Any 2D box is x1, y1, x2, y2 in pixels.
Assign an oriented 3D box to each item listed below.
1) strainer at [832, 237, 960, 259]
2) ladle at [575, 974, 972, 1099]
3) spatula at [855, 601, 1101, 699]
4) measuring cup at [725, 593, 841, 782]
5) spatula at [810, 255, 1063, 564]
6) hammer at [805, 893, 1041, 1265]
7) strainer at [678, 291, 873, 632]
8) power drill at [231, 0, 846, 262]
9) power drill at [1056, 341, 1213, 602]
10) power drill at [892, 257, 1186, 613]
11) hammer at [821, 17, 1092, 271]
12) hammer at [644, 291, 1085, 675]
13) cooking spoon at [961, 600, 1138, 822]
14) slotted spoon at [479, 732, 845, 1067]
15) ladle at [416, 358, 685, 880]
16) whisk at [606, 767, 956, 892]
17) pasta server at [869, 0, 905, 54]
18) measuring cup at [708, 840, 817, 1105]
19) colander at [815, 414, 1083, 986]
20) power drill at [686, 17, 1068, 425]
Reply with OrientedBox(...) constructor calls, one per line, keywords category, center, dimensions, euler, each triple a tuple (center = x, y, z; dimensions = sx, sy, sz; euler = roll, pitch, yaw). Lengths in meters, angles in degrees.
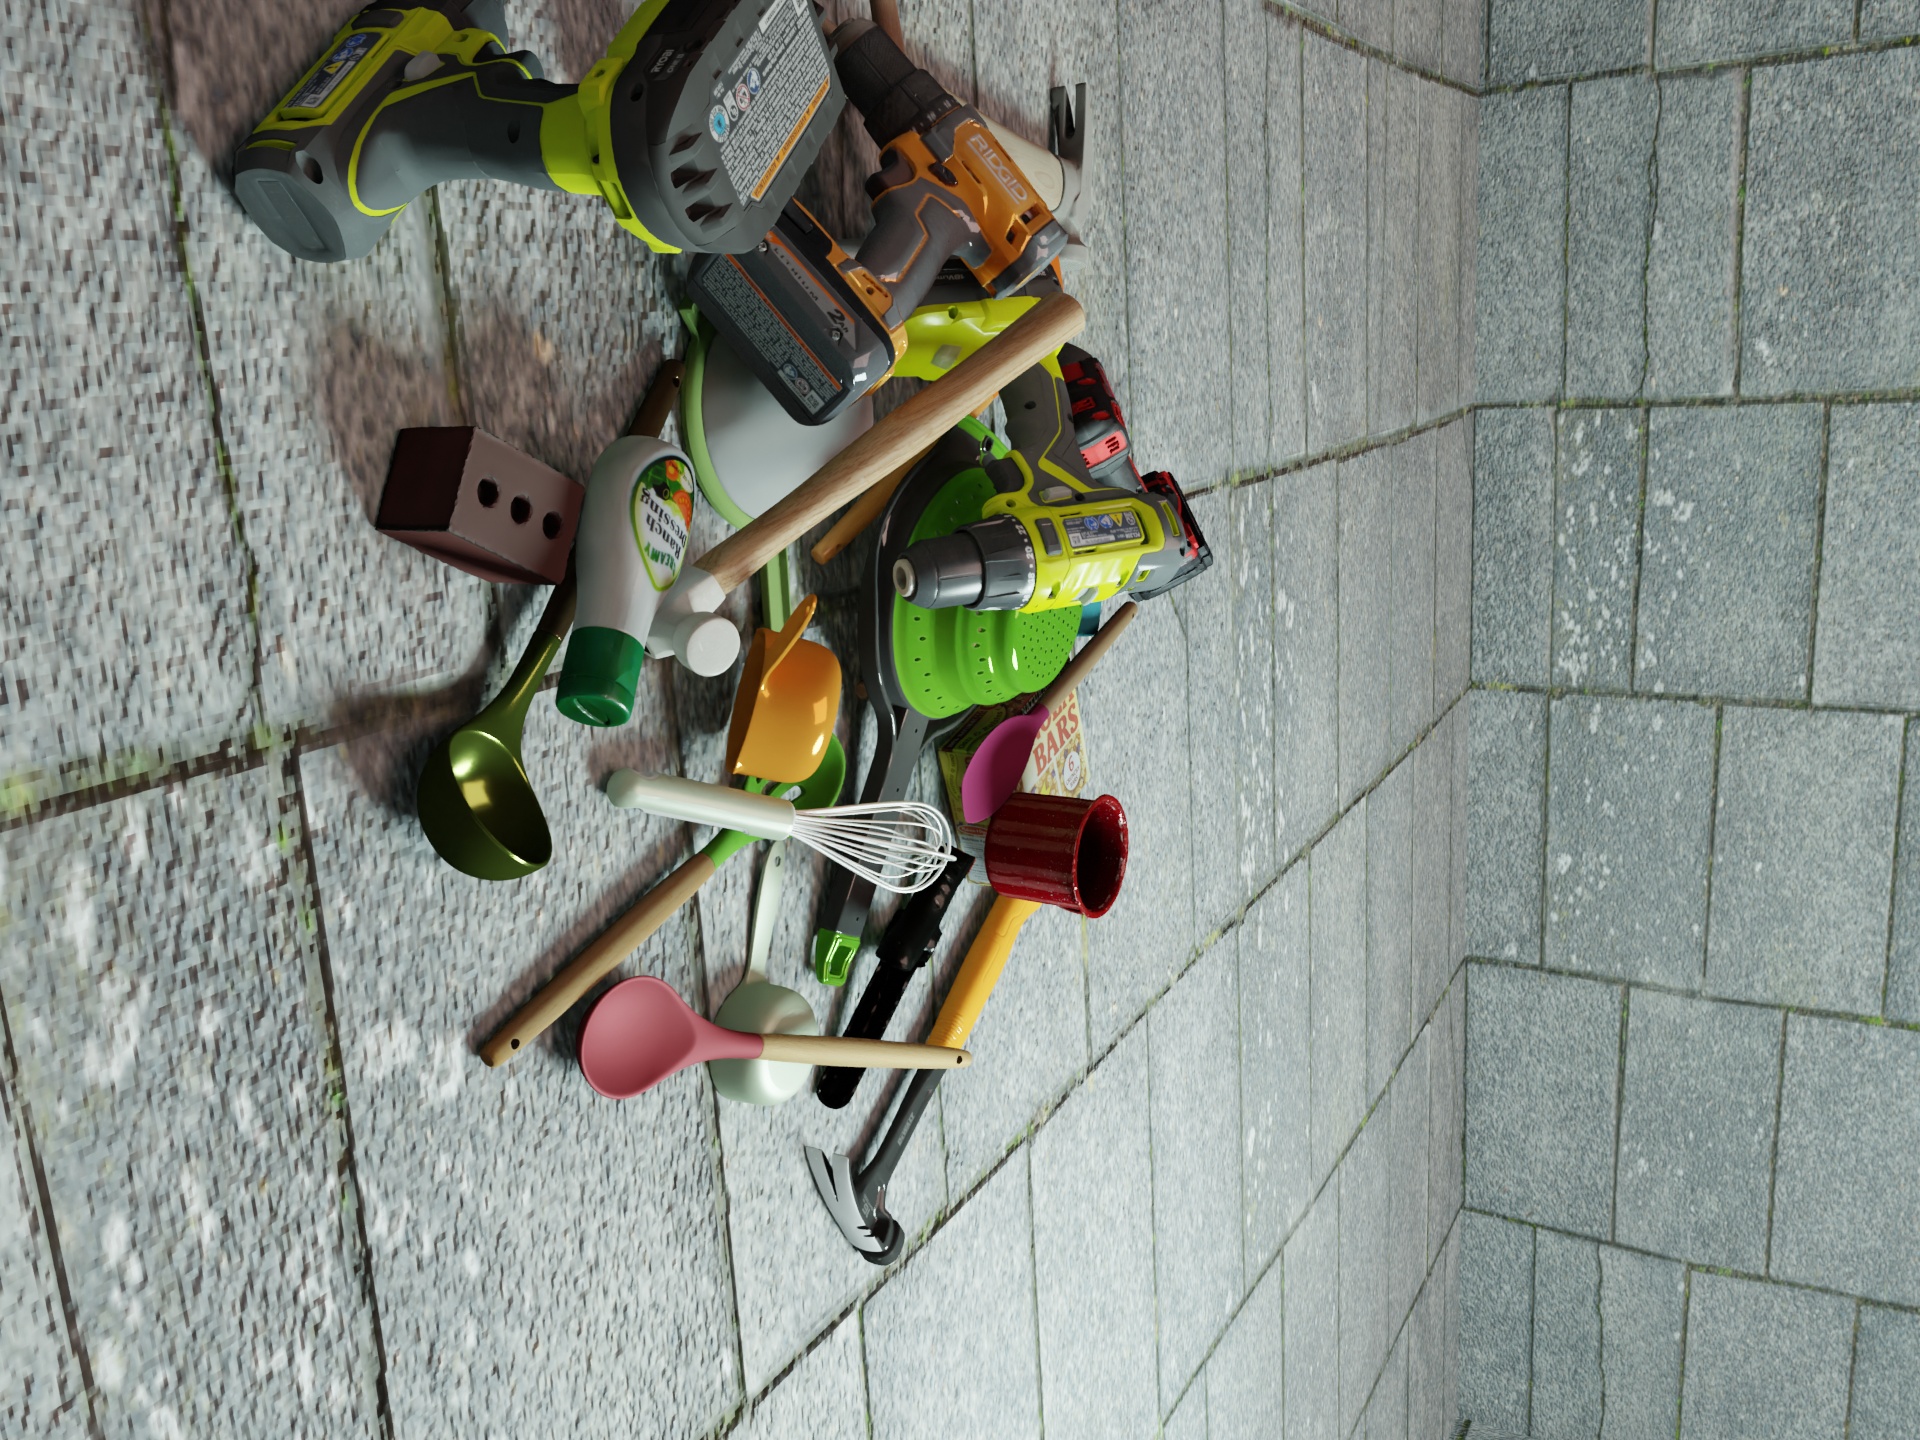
OrientedBox(category="strainer", center=(-0.039, -0.296, 1.015), dimensions=(0.258, 0.050, 0.086), euler=(-15, 139, -37))
OrientedBox(category="ladle", center=(-0.103, 0.197, 0.963), dimensions=(0.315, 0.031, 0.069), euler=(16, 85, -45))
OrientedBox(category="spatula", center=(0.020, -0.067, 1.208), dimensions=(0.317, 0.044, 0.082), euler=(-31, 127, -54))
OrientedBox(category="measuring cup", center=(-0.088, -0.023, 0.905), dimensions=(0.052, 0.173, 0.095), euler=(15, 62, -17))
OrientedBox(category="spatula", center=(-0.004, -0.216, 1.109), dimensions=(0.323, 0.041, 0.080), euler=(-48, 146, -27))
OrientedBox(category="hammer", center=(-0.011, 0.232, 1.201), dimensions=(0.337, 0.034, 0.127), euler=(-59, 142, -39))
OrientedBox(category="strainer", center=(-0.095, -0.135, 0.966), dimensions=(0.151, 0.069, 0.256), euler=(-17, 107, -59))
OrientedBox(category="power drill", center=(-0.170, -0.263, 0.659), dimensions=(0.080, 0.223, 0.171), euler=(67, 39, -51))
OrientedBox(category="power drill", center=(0.125, -0.212, 1.314), dimensions=(0.219, 0.078, 0.143), euler=(50, 18, -47))
OrientedBox(category="power drill", center=(0.022, -0.173, 1.003), dimensions=(0.190, 0.080, 0.229), euler=(-11, 72, -27))
OrientedBox(category="hammer", center=(-0.007, -0.432, 1.119), dimensions=(0.410, 0.038, 0.146), euler=(-4, 95, -60))
OrientedBox(category="hammer", center=(-0.056, -0.145, 0.894), dimensions=(0.331, 0.130, 0.031), euler=(-41, 127, -20))
OrientedBox(category="cooking spoon", center=(0.074, -0.019, 1.252), dimensions=(0.319, 0.017, 0.068), euler=(-46, 140, -47))
OrientedBox(category="slotted spoon", center=(-0.164, 0.095, 0.919), dimensions=(0.314, 0.031, 0.070), euler=(-45, 123, -46))
OrientedBox(category="ladle", center=(-0.193, -0.065, 0.819), dimensions=(0.078, 0.062, 0.320), euler=(51, 48, -47))
OrientedBox(category="whisk", center=(-0.100, 0.062, 0.947), dimensions=(0.246, 0.058, 0.059), euler=(15, 91, -38))
OrientedBox(category="pasta server", center=(-0.025, -0.352, 1.046), dimensions=(0.060, 0.040, 0.315), euler=(-49, 147, -31))
OrientedBox(category="measuring cup", center=(-0.114, 0.159, 1.001), dimensions=(0.083, 0.038, 0.167), euler=(11, 86, -60))
OrientedBox(category="colander", center=(-0.002, -0.003, 1.075), dimensions=(0.204, 0.094, 0.397), euler=(28, 78, -62))
OrientedBox(category="power drill", center=(-0.057, -0.295, 0.917), dimensions=(0.185, 0.084, 0.226), euler=(49, 54, -9))
